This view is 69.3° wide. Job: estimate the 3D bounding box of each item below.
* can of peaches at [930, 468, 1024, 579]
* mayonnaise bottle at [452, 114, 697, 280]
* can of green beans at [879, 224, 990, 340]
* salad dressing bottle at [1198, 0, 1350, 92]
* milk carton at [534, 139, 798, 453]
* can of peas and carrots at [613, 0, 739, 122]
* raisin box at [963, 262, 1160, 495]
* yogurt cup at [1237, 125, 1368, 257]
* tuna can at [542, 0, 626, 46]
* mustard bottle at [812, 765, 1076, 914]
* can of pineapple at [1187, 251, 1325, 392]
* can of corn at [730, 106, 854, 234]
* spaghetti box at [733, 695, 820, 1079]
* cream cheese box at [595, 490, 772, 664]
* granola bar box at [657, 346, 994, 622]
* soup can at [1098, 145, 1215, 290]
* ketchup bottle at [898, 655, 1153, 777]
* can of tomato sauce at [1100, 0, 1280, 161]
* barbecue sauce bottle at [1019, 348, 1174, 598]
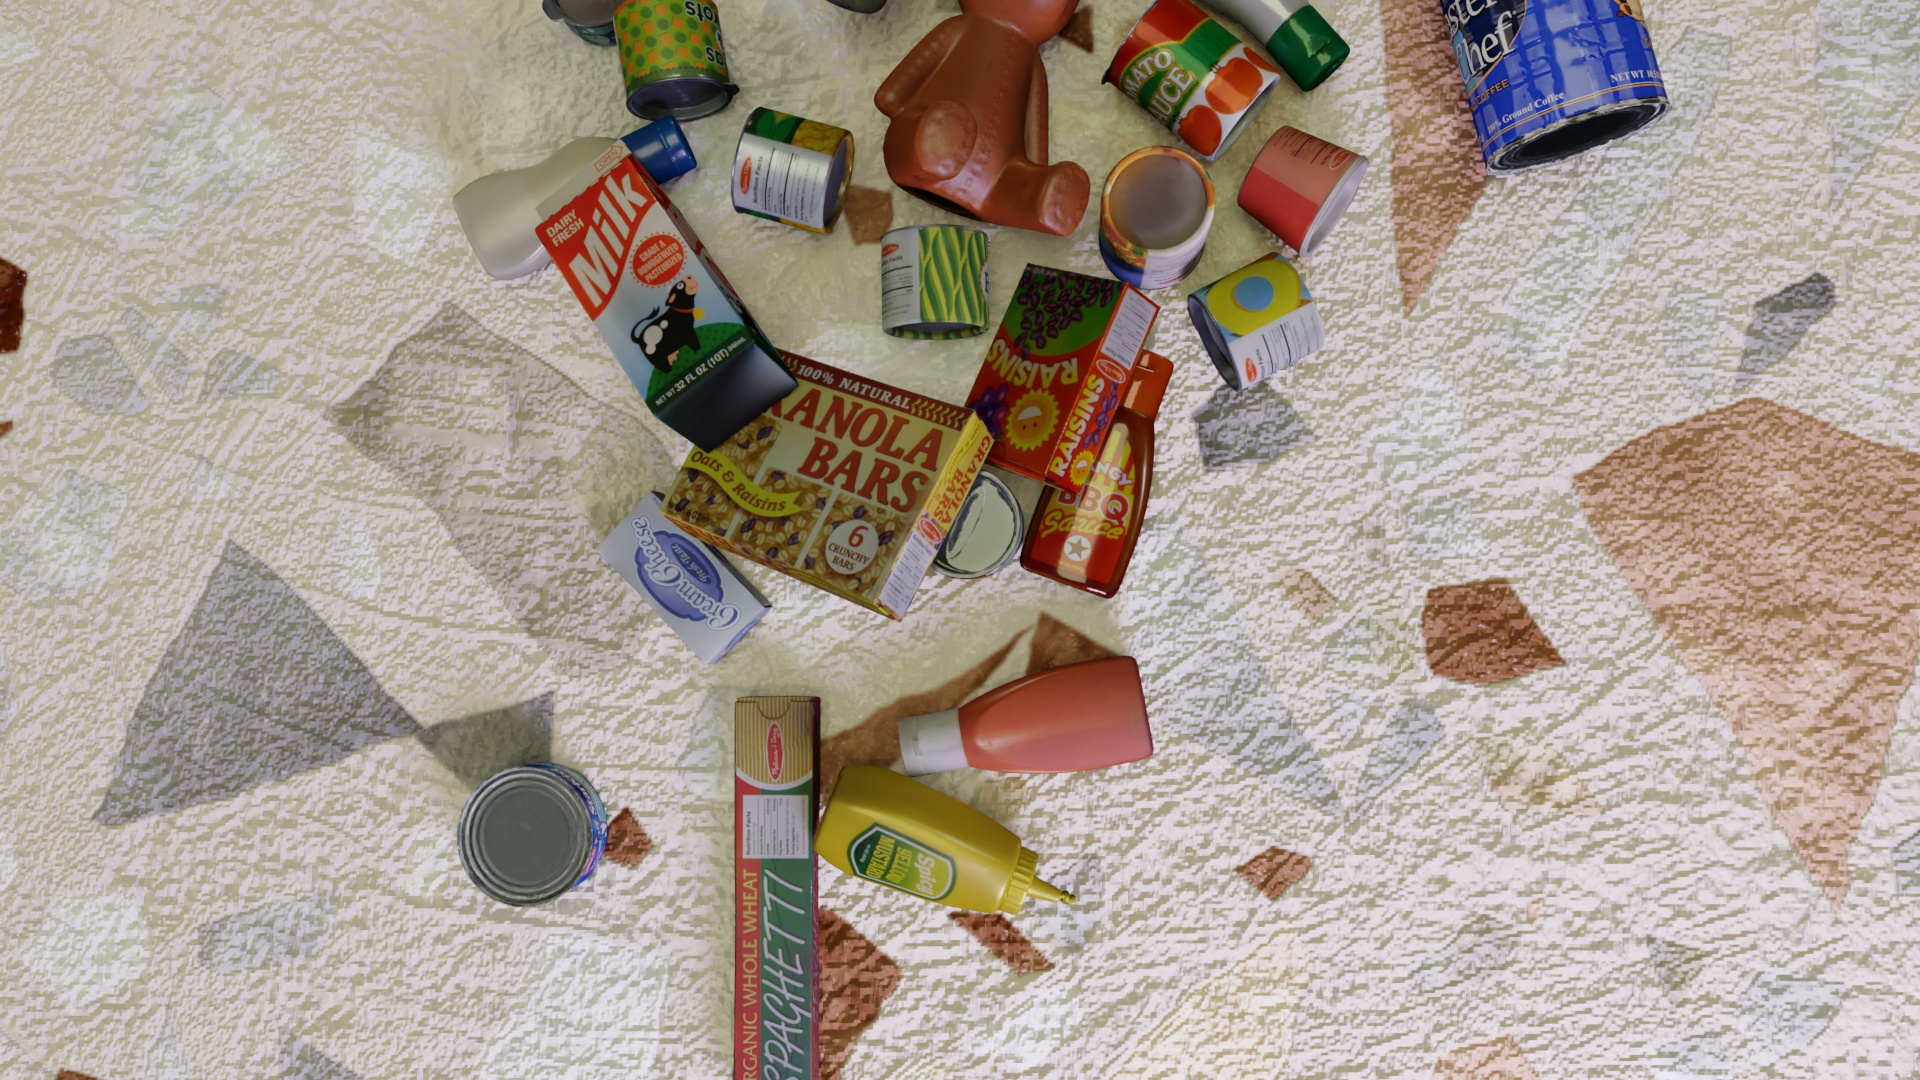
[{"bbox_3d":[0.003,-0.011,0.840,0.071,0.058,0.071,0,88,5],"label":"can of peaches"},{"bbox_3d":[-0.241,-0.221,0.880,0.148,0.041,0.064,-25,93,2],"label":"mayonnaise bottle"},{"bbox_3d":[-0.015,-0.156,0.845,0.071,0.071,0.058,-2,88,5],"label":"can of green beans"},{"bbox_3d":[0.177,-0.342,0.850,0.064,0.044,0.148,-40,85,3],"label":"salad dressing bottle"},{"bbox_3d":[-0.183,-0.152,0.821,0.072,0.073,0.191,-37,70,3],"label":"milk carton"},{"bbox_3d":[-0.177,-0.302,0.866,0.071,0.071,0.058,-10,86,4],"label":"can of peas and carrots"},{"bbox_3d":[0.055,-0.097,0.828,0.086,0.040,0.123,23,89,44],"label":"raisin box"},{"bbox_3d":[0.203,-0.212,0.833,0.054,0.072,0.072,35,90,13],"label":"yogurt cup"},{"bbox_3d":[-0.232,-0.352,0.890,0.071,0.033,0.071,0,87,5],"label":"tuna can"},{"bbox_3d":[-0.006,0.187,0.828,0.160,0.049,0.065,20,125,2],"label":"mustard bottle"},{"bbox_3d":[0.175,-0.132,0.829,0.058,0.071,0.071,-27,85,2],"label":"can of pineapple"},{"bbox_3d":[-0.102,-0.229,0.858,0.058,0.071,0.071,16,89,4],"label":"can of corn"},{"bbox_3d":[-0.112,0.220,0.851,0.050,0.028,0.250,0,87,5],"label":"spaghetti box"},{"bbox_3d":[-0.173,0.024,0.869,0.104,0.024,0.053,45,92,6],"label":"cream cheese box"},{"bbox_3d":[-0.081,-0.039,0.815,0.166,0.039,0.124,20,75,28],"label":"granola bar box"},{"bbox_3d":[0.114,-0.193,0.828,0.071,0.084,0.071,0,87,5],"label":"soup can"},{"bbox_3d":[0.038,0.112,0.837,0.149,0.043,0.064,-11,85,4],"label":"ketchup bottle"},{"bbox_3d":[0.139,-0.279,0.838,0.083,0.071,0.071,40,91,5],"label":"can of tomato sauce"},{"bbox_3d":[0.088,-0.043,0.842,0.065,0.043,0.148,20,88,7],"label":"barbecue sauce bottle"}]
